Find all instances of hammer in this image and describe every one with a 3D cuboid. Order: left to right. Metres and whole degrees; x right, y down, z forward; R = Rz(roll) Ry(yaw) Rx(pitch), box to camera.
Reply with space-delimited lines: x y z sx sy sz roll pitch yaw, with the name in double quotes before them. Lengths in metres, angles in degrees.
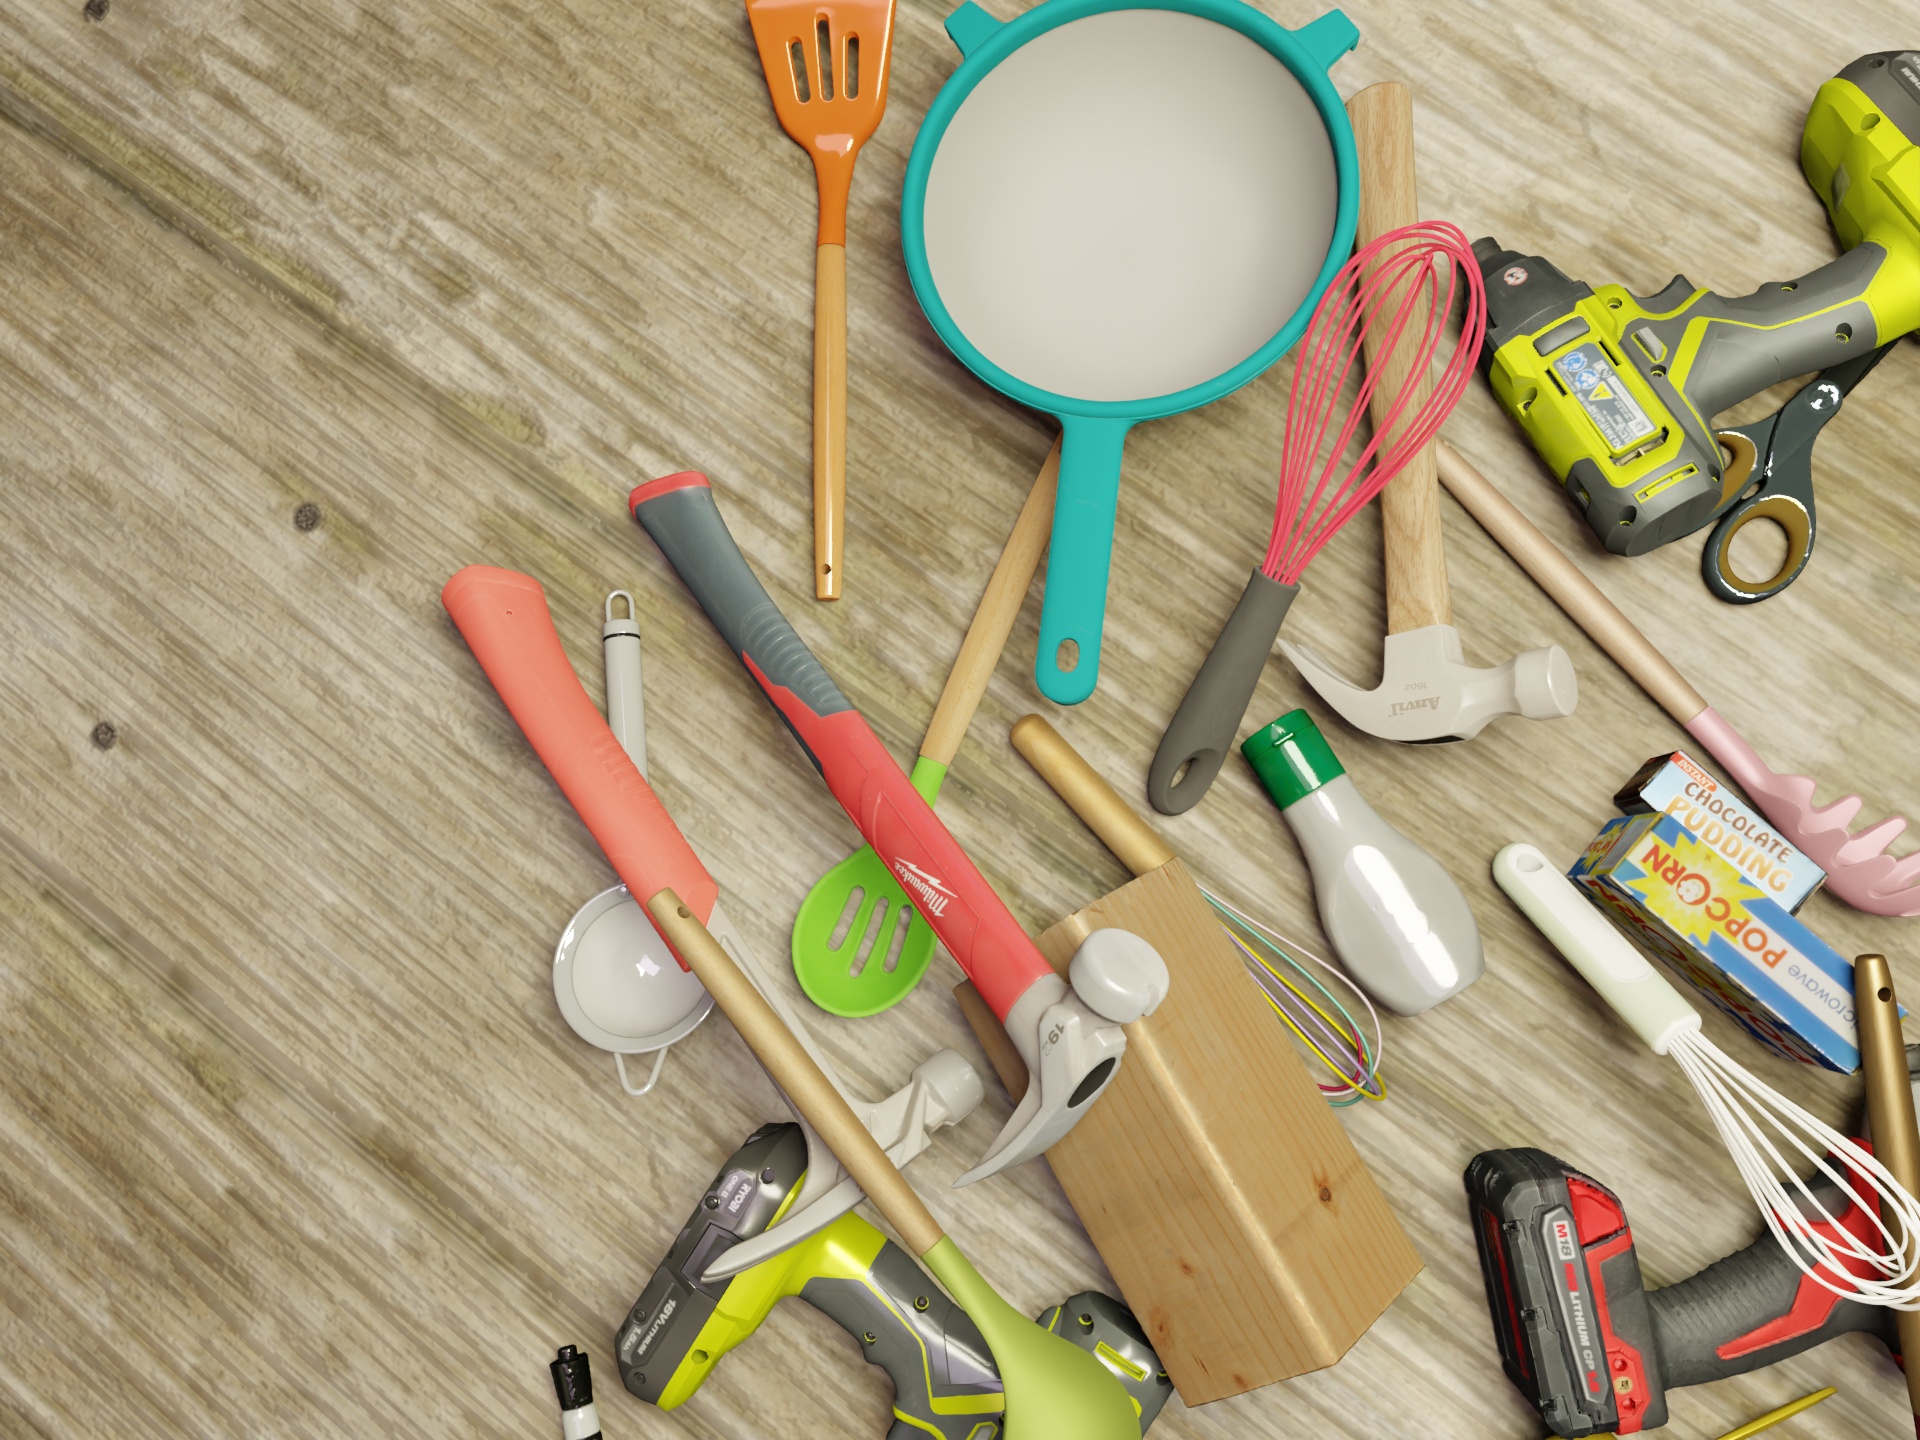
"hammer" -0.149 0.074 0.745 0.149 0.036 0.359 -30 73 -25
"hammer" -0.059 0.026 0.736 0.387 0.038 0.143 51 128 30
"hammer" 0.207 -0.150 0.755 0.130 0.031 0.331 -14 71 41

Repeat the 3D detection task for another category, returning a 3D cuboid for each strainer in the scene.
"strainer" -0.163 0.057 0.800 0.087 0.050 0.258 -7 76 2
"strainer" 0.075 -0.172 0.766 0.211 0.095 0.340 6 86 11

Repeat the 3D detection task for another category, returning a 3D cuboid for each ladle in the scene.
"ladle" -0.036 0.204 0.669 0.320 0.078 0.062 50 129 7
"ladle" 0.386 0.250 0.635 0.069 0.031 0.315 -8 90 -1

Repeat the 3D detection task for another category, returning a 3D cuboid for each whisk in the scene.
"whisk" 0.111 0.088 0.758 0.245 0.051 0.047 47 47 15
"whisk" 0.153 -0.082 0.722 0.073 0.073 0.295 27 111 10
"whisk" 0.307 0.138 0.668 0.058 0.059 0.247 -21 47 -14

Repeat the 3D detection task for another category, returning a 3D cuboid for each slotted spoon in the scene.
"slotted spoon" -0.001 -0.003 0.790 0.070 0.031 0.314 22 85 10

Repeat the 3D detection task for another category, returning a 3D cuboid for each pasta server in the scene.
"pasta server" 0.328 -0.028 0.739 0.316 0.060 0.040 50 125 13

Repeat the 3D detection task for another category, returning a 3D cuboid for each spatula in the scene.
"spatula" -0.069 -0.223 0.819 0.081 0.041 0.323 -1 84 7

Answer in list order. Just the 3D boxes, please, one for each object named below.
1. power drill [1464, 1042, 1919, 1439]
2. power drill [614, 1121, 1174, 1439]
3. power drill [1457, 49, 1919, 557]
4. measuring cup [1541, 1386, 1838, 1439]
"power drill" 0.343 0.225 0.689 0.219 0.078 0.143 -10 83 4
"power drill" -0.039 0.313 0.732 0.228 0.080 0.190 32 88 8
"power drill" 0.356 -0.199 0.733 0.223 0.080 0.171 -29 68 8
"measuring cup" 0.311 0.314 0.701 0.156 0.062 0.029 -19 53 -7
